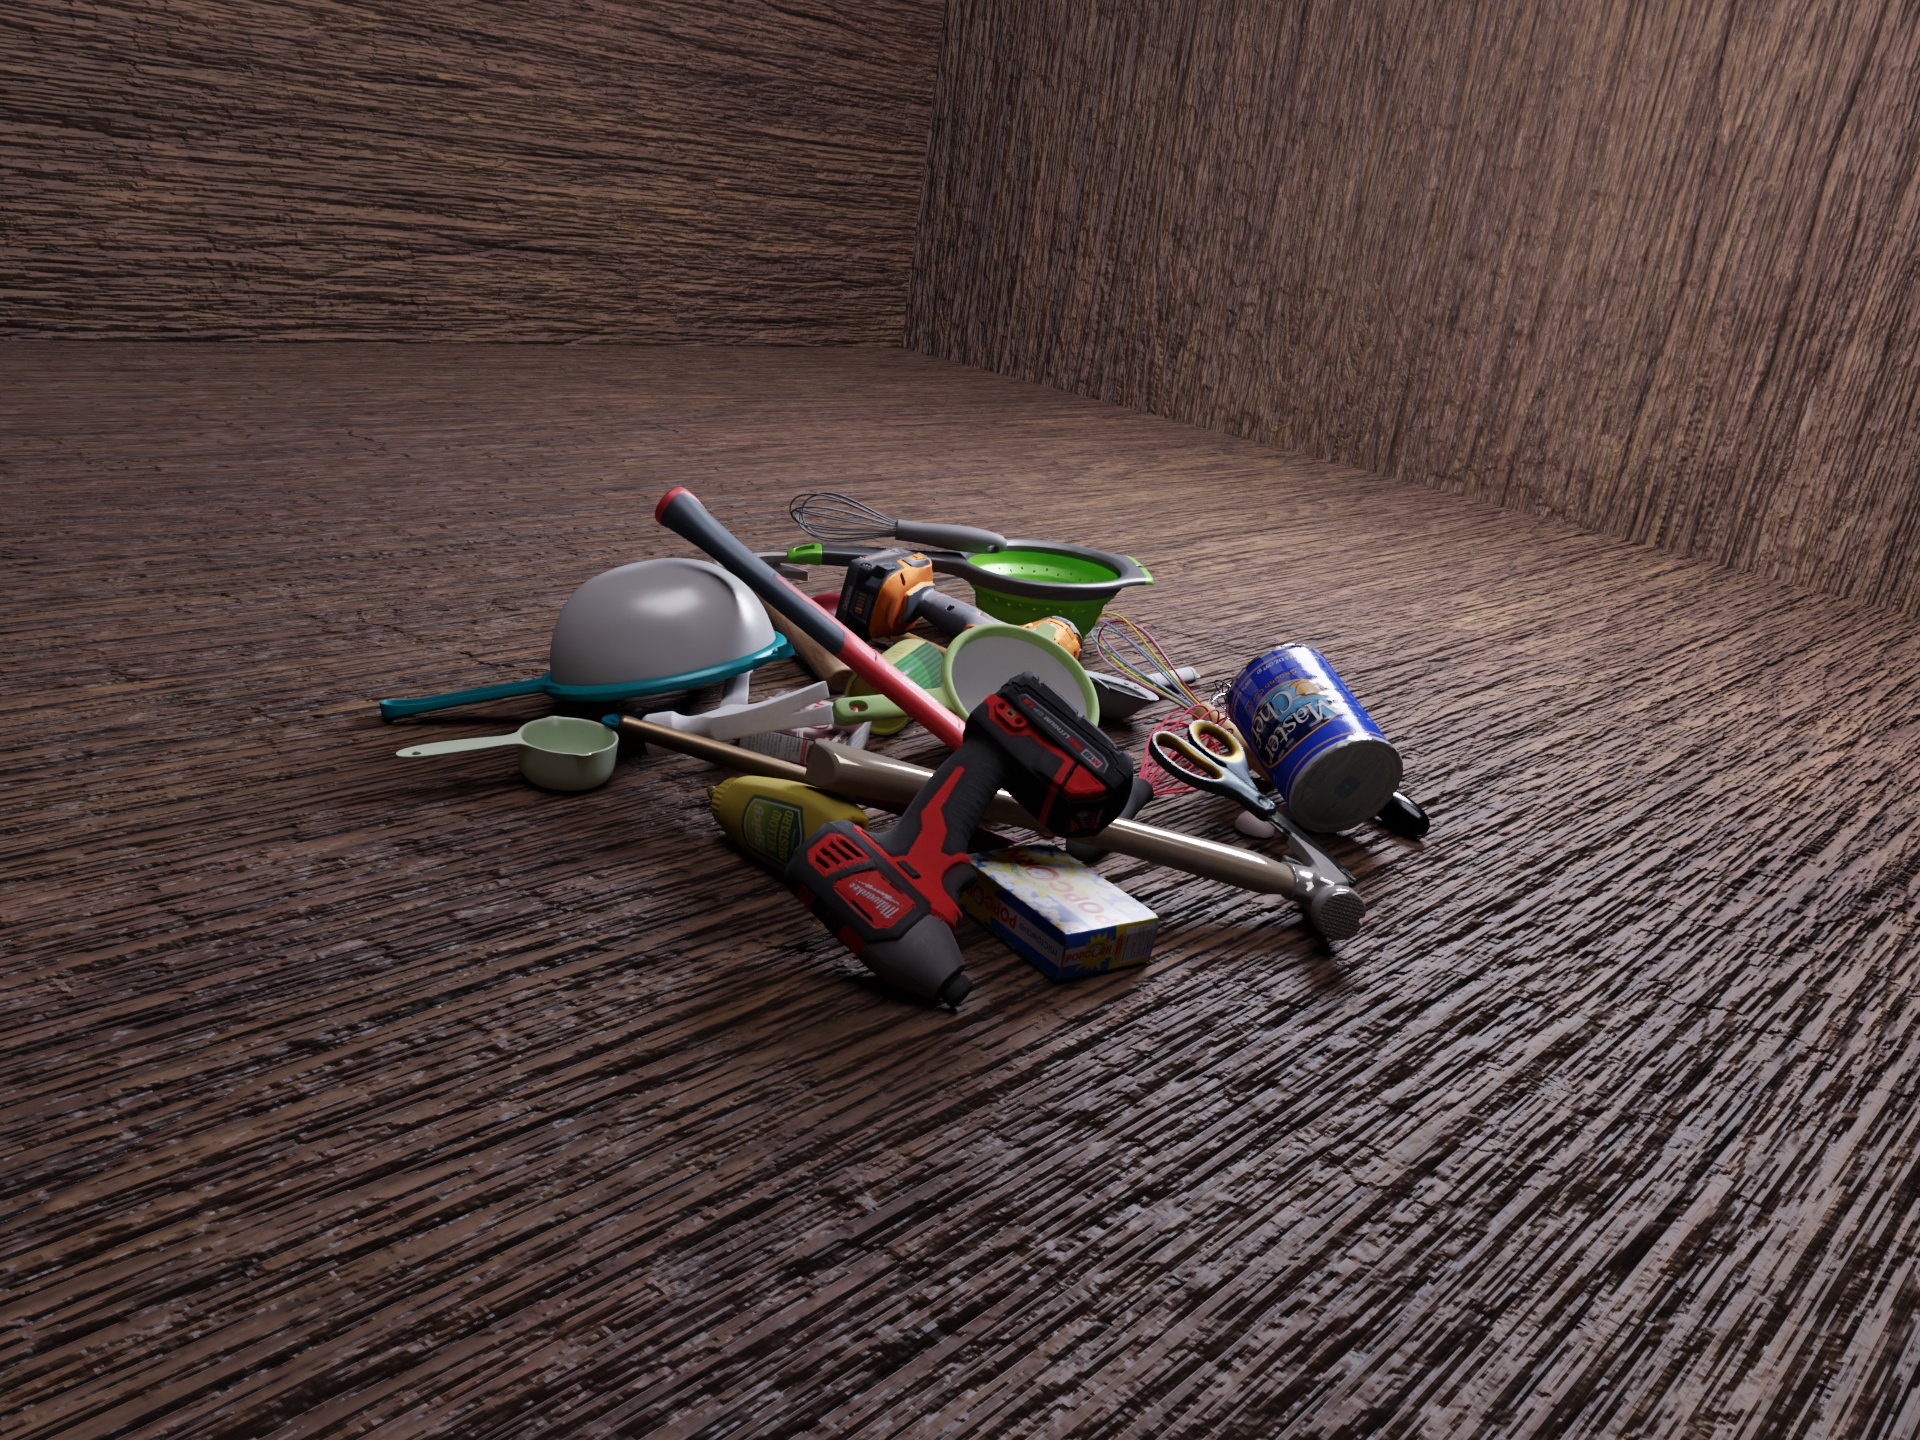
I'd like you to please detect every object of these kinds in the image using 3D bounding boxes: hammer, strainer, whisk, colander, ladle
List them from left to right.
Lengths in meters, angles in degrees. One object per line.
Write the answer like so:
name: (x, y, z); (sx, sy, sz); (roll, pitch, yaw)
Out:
strainer: (-0.320, -0.075, 1.343); (0.340, 0.095, 0.211); (-12, 14, -16)
hammer: (-0.190, -0.041, 1.401); (0.144, 0.035, 0.406); (-10, 14, -4)
hammer: (-0.181, -0.107, 1.651); (0.130, 0.031, 0.332); (-17, 32, -20)
hammer: (-0.105, -0.064, 1.293); (0.386, 0.038, 0.143); (38, 17, 10)
whisk: (-0.067, -0.209, 1.719); (0.239, 0.055, 0.055); (8, 20, -5)
ladle: (-0.051, -0.080, 1.665); (0.316, 0.031, 0.069); (25, 31, 34)
strainer: (-0.002, -0.004, 1.400); (0.256, 0.069, 0.152); (-7, 57, -28)
colander: (0.007, -0.136, 1.745); (0.397, 0.094, 0.205); (3, 20, -10)
hammer: (0.088, 0.075, 1.175); (0.410, 0.038, 0.146); (15, 12, -9)
strainer: (0.187, -0.034, 1.617); (0.087, 0.050, 0.258); (24, 19, 28)
whisk: (0.162, 0.053, 1.349); (0.073, 0.073, 0.296); (18, 28, 25)
whisk: (0.212, -0.025, 1.512); (0.245, 0.047, 0.051); (43, 23, 28)
whisk: (0.328, 0.033, 1.478); (0.070, 0.070, 0.285); (-5, 29, -33)

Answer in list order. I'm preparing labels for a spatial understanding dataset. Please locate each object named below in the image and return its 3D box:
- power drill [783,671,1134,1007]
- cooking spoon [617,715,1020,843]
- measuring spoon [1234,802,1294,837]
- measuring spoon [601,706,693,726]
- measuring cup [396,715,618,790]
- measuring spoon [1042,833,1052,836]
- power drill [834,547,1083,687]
power drill: (0.007, 0.081, 1.051); (0.143, 0.078, 0.220); (42, 64, 17)
cooking spoon: (-0.103, 0.049, 1.205); (0.318, 0.017, 0.069); (18, -2, -14)
measuring spoon: (0.277, 0.077, 1.379); (0.034, 0.018, 0.124); (22, 23, 33)
measuring spoon: (-0.258, 0.007, 1.312); (0.042, 0.021, 0.128); (26, 12, 20)
measuring cup: (-0.346, 0.032, 1.219); (0.167, 0.038, 0.083); (-6, 24, -30)
measuring spoon: (0.073, 0.072, 1.326); (0.021, 0.011, 0.117); (1, 23, 2)
power drill: (-0.006, -0.091, 1.574); (0.226, 0.084, 0.164); (24, 22, 17)
